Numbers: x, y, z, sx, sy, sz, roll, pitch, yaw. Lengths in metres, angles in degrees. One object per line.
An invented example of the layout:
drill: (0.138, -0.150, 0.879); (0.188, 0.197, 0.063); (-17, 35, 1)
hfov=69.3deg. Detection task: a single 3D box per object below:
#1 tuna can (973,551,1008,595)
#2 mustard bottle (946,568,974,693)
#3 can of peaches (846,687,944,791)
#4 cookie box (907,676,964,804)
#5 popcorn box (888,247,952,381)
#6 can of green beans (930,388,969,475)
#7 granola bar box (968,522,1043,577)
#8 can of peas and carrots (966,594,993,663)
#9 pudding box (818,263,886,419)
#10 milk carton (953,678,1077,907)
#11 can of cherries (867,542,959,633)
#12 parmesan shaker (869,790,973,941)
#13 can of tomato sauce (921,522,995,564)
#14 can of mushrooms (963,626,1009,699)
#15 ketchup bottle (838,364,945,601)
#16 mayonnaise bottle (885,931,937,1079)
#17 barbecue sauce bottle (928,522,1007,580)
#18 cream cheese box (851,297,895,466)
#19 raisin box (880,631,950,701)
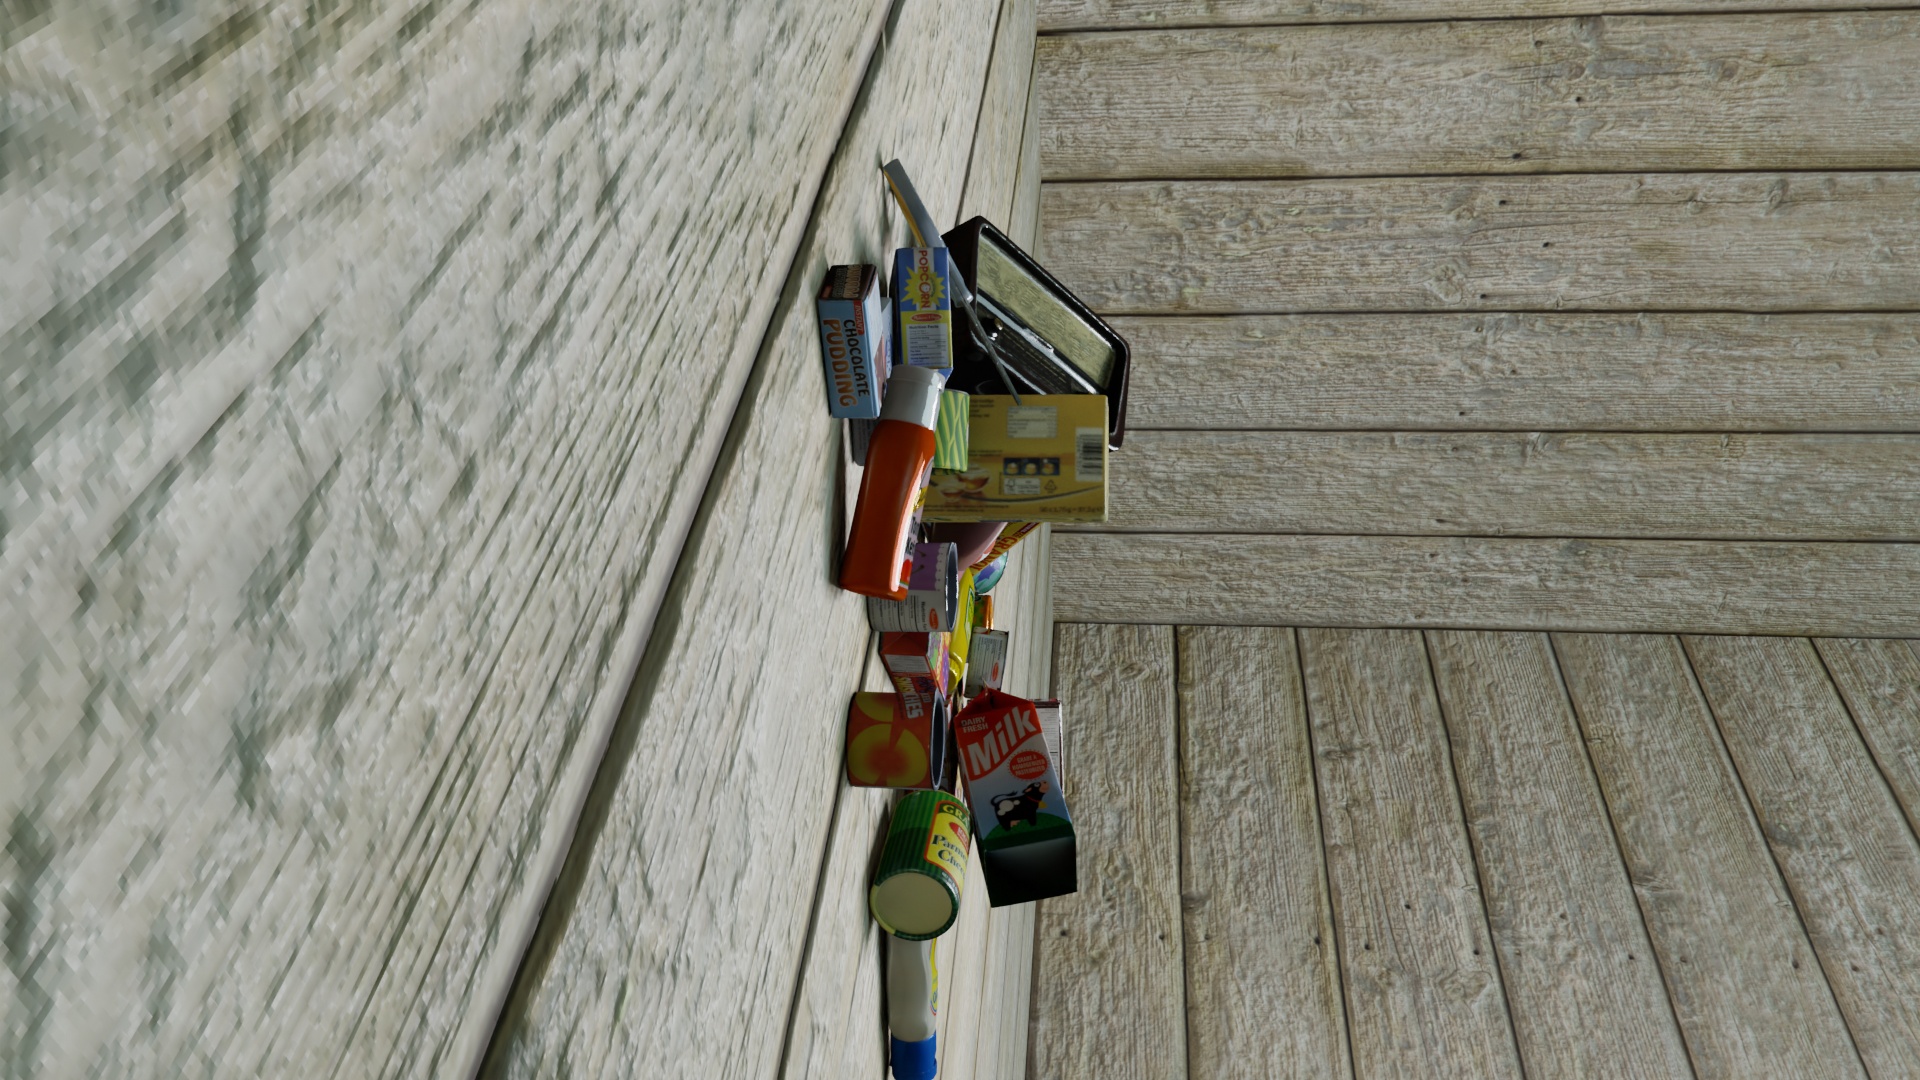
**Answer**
tuna can: (0.016, 0.022, 1.430); (0.070, 0.033, 0.071); (-38, -140, 42)
mustard bottle: (-0.017, 0.088, 1.210); (0.161, 0.049, 0.065); (-82, 171, -50)
can of peaches: (-0.043, 0.133, 0.942); (0.071, 0.058, 0.071); (-2, 93, -83)
cookie box: (-0.020, 0.209, 1.231); (0.123, 0.040, 0.167); (-62, 151, -78)
popcorn box: (-0.030, -0.155, 0.999); (0.126, 0.038, 0.085); (156, -69, -84)
can of green beans: (-0.027, -0.080, 1.025); (0.071, 0.071, 0.058); (28, 63, -83)
granola bar box: (0.038, -0.051, 1.349); (0.164, 0.039, 0.125); (-39, -141, 52)
can of peas and carrots: (0.000, 0.081, 1.311); (0.071, 0.059, 0.071); (-3, 93, -84)
pudding box: (-0.065, -0.121, 0.848); (0.050, 0.030, 0.083); (-82, 171, -54)
milk carton: (0.040, 0.202, 1.153); (0.191, 0.073, 0.072); (-106, -171, -53)
can of cherries: (-0.034, 0.032, 1.014); (0.071, 0.058, 0.071); (-3, 93, -83)
parmesan shaker: (-0.027, 0.246, 1.049); (0.103, 0.071, 0.071); (-75, 164, -66)
can of tomato sauce: (-0.001, -0.020, 1.245); (0.083, 0.071, 0.071); (76, 16, -68)
can of mushrooms: (0.023, 0.112, 1.249); (0.071, 0.033, 0.071); (-21, 119, -89)
ketchup bottle: (-0.042, -0.037, 0.891); (0.064, 0.043, 0.149); (70, 31, -82)
mayonnaise bottle: (-0.037, 0.349, 1.088); (0.065, 0.041, 0.147); (-63, 152, -80)
barbecue sauce bottle: (0.004, -0.015, 1.166); (0.148, 0.065, 0.044); (-63, 175, 20)
cream cheese box: (-0.058, -0.106, 0.932); (0.053, 0.024, 0.103); (-72, 162, -65)
raisin box: (-0.034, 0.070, 1.104); (0.123, 0.040, 0.086); (78, 13, -65)
